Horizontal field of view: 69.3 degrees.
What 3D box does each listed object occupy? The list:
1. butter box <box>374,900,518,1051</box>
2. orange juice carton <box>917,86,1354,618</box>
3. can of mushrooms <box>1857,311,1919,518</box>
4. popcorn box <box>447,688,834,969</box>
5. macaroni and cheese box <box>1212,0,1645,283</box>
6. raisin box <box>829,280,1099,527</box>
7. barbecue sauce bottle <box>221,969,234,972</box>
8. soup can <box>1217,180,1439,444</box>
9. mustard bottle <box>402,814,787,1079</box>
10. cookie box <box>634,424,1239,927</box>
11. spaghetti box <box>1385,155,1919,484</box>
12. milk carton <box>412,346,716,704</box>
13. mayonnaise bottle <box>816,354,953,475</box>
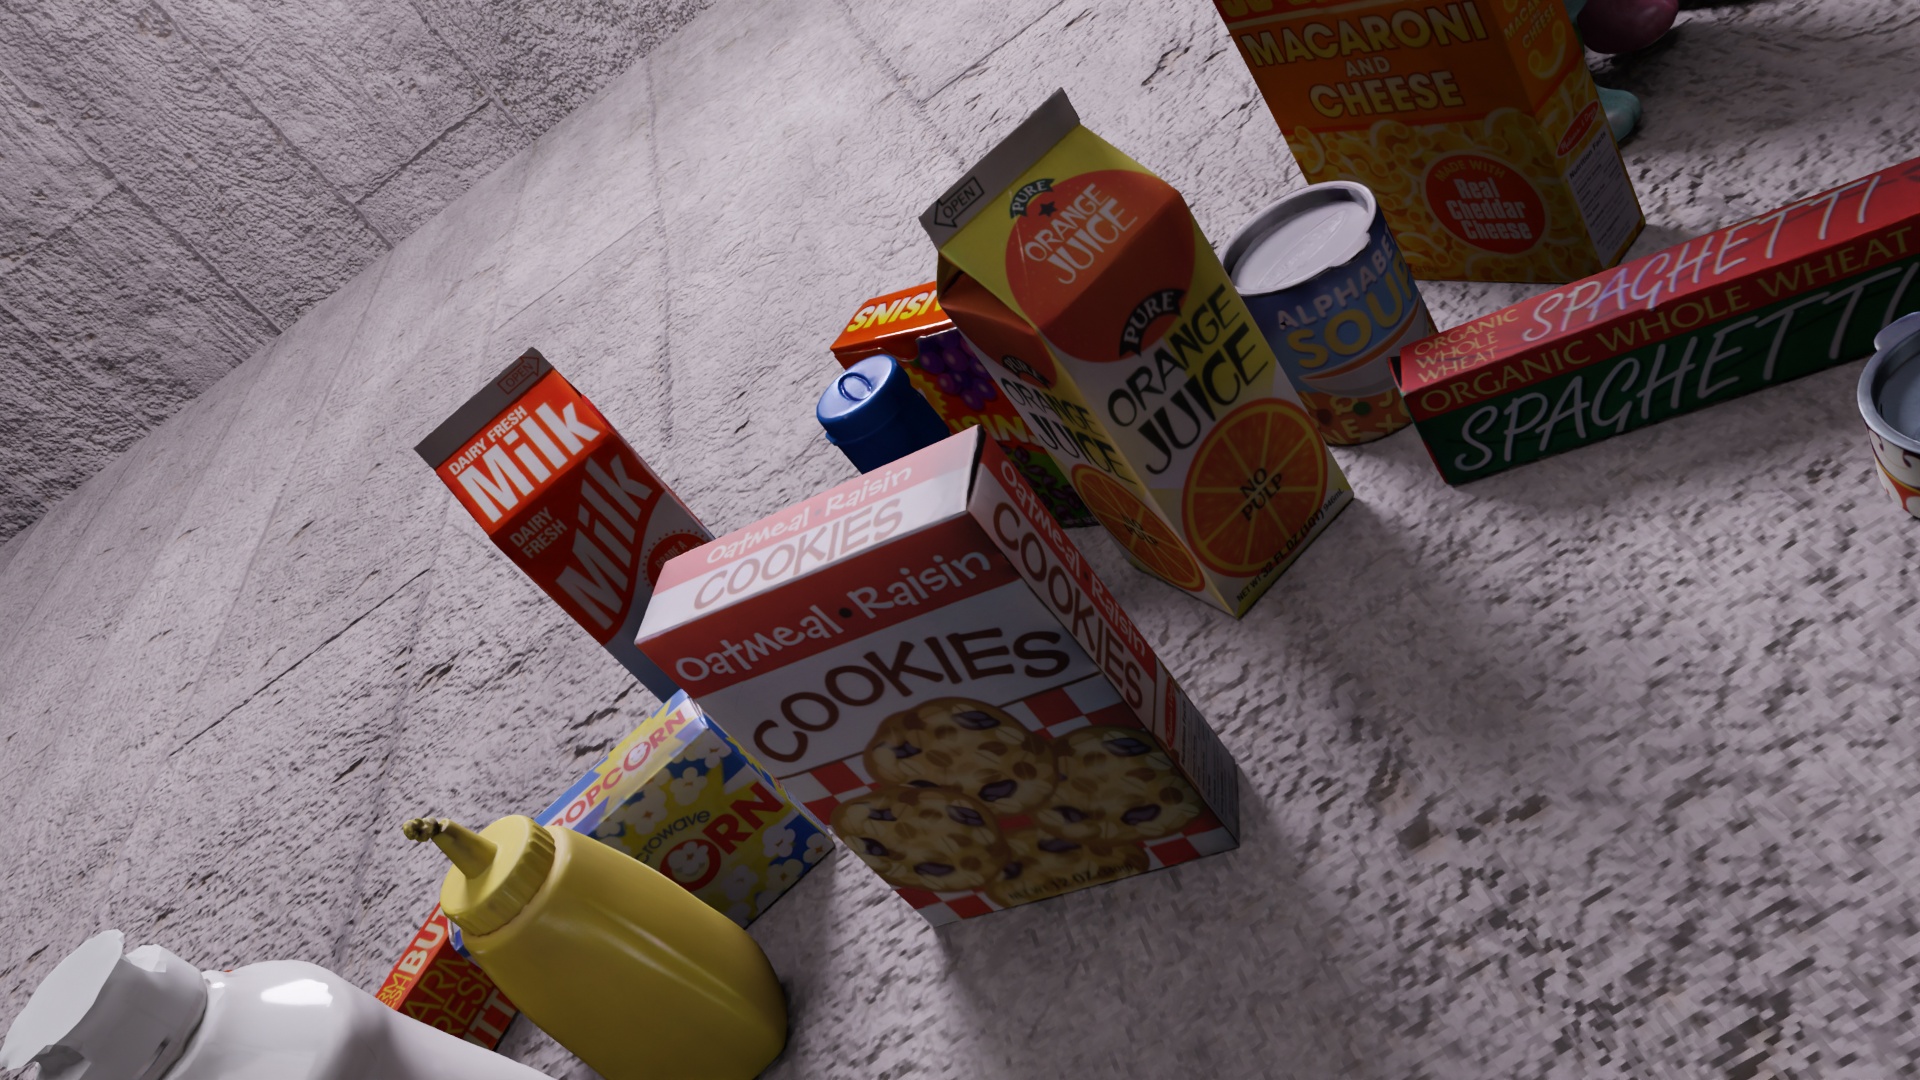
[{"bbox_3d":[-0.211,0.182,0.605,0.024,0.053,0.104,-5,45,43],"label":"butter box"},{"bbox_3d":[0.061,-0.066,0.511,0.072,0.192,0.073,-45,32,-10],"label":"orange juice carton"},{"bbox_3d":[0.291,-0.037,0.389,0.071,0.033,0.071,-26,33,19],"label":"can of mushrooms"},{"bbox_3d":[-0.126,0.131,0.552,0.127,0.085,0.038,-42,31,-5],"label":"popcorn box"},{"bbox_3d":[0.183,-0.179,0.554,0.040,0.166,0.124,-50,33,-17],"label":"macaroni and cheese box"},{"bbox_3d":[0.013,-0.058,0.615,0.086,0.123,0.040,-5,45,43],"label":"raisin box"},{"bbox_3d":[-0.204,0.201,0.483,0.044,0.148,0.065,-48,32,-14],"label":"barbecue sauce bottle"},{"bbox_3d":[0.150,-0.088,0.552,0.071,0.083,0.072,-27,33,19],"label":"soup can"},{"bbox_3d":[-0.127,0.136,0.475,0.065,0.159,0.049,-34,32,8],"label":"mustard bottle"},{"bbox_3d":[-0.002,0.052,0.448,0.122,0.167,0.040,-22,35,26],"label":"cookie box"},{"bbox_3d":[0.269,-0.080,0.452,0.249,0.050,0.029,-20,36,28],"label":"spaghetti box"},{"bbox_3d":[-0.164,0.000,0.658,0.072,0.190,0.073,-43,31,-6],"label":"milk carton"},{"bbox_3d":[0.002,-0.007,0.538,0.041,0.147,0.065,-41,31,-4],"label":"mayonnaise bottle"}]
